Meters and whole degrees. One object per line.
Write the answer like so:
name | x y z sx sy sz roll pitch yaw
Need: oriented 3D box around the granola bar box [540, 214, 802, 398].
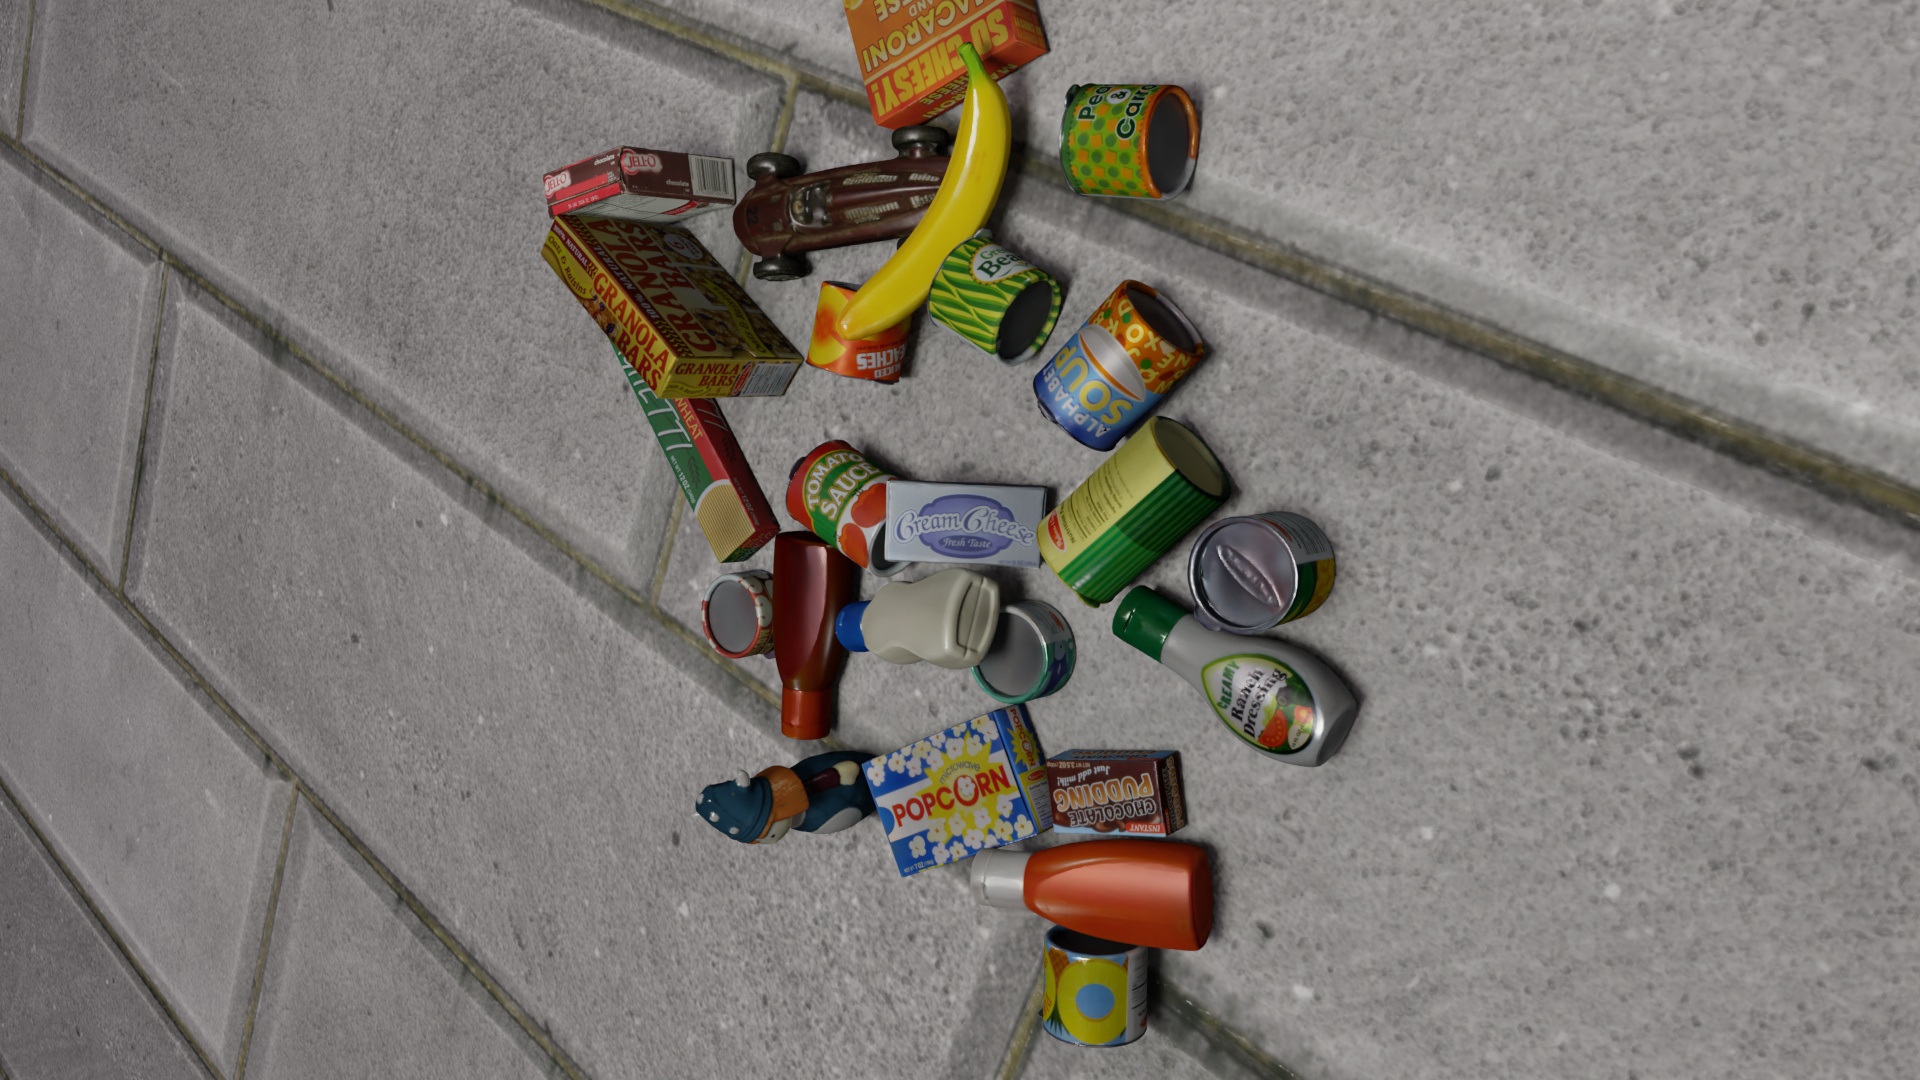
granola bar box | -0.211 -0.172 1.019 0.166 0.124 0.039 48 121 23

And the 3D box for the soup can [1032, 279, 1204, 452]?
soup can | 0.093 -0.104 0.832 0.083 0.071 0.071 -47 67 30

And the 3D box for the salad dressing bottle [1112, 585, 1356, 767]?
salad dressing bottle | 0.157 0.076 0.817 0.148 0.044 0.064 31 113 31

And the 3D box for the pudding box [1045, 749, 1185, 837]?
pudding box | 0.097 0.159 0.877 0.083 0.030 0.049 -6 91 37

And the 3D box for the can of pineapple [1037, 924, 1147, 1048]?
can of pineapple | 0.083 0.277 0.874 0.071 0.071 0.057 4 95 36

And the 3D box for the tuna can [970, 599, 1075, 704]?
tuna can | 0.038 0.075 0.912 0.071 0.033 0.071 3 95 36

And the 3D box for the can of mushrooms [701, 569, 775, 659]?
can of mushrooms | -0.164 0.058 1.060 0.071 0.033 0.071 3 95 36

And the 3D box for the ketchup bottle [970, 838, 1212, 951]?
ketchup bottle | 0.080 0.217 0.867 0.149 0.044 0.064 -1 106 25

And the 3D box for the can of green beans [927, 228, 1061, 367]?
can of green beans | 0.022 -0.152 0.884 0.058 0.071 0.071 36 114 28

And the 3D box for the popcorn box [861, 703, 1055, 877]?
popcorn box | 0.001 0.170 0.944 0.126 0.038 0.085 -27 79 35

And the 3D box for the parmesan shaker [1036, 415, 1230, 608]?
parmesan shaker | 0.104 -0.016 0.833 0.102 0.071 0.071 -44 69 30

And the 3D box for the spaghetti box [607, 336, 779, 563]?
spaghetti box | -0.218 -0.099 1.089 0.050 0.029 0.250 -39 72 32

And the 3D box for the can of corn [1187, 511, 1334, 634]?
can of corn | 0.171 0.019 0.793 0.071 0.058 0.071 4 96 36

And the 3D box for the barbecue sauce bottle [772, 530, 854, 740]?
barbecue sauce bottle | -0.110 0.070 1.015 0.065 0.044 0.148 11 101 41

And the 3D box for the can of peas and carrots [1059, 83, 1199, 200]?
can of peas and carrots | 0.099 -0.237 0.817 0.059 0.071 0.070 13 102 34

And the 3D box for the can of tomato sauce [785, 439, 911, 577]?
can of tomato sauce | -0.070 -0.023 0.961 0.083 0.071 0.071 34 113 29

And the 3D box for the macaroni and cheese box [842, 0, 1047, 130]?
macaroni and cheese box | -0.020 -0.373 0.913 0.123 0.040 0.166 -19 82 36

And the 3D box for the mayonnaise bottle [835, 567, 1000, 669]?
mayonnaise bottle | -0.032 0.055 0.934 0.148 0.041 0.065 -10 62 55

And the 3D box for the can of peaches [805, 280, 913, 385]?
can of peaches | -0.067 -0.143 0.950 0.071 0.071 0.058 22 106 33

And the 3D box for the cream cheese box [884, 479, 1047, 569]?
cream cheese box | 0.003 -0.011 0.902 0.104 0.024 0.053 3 96 1
